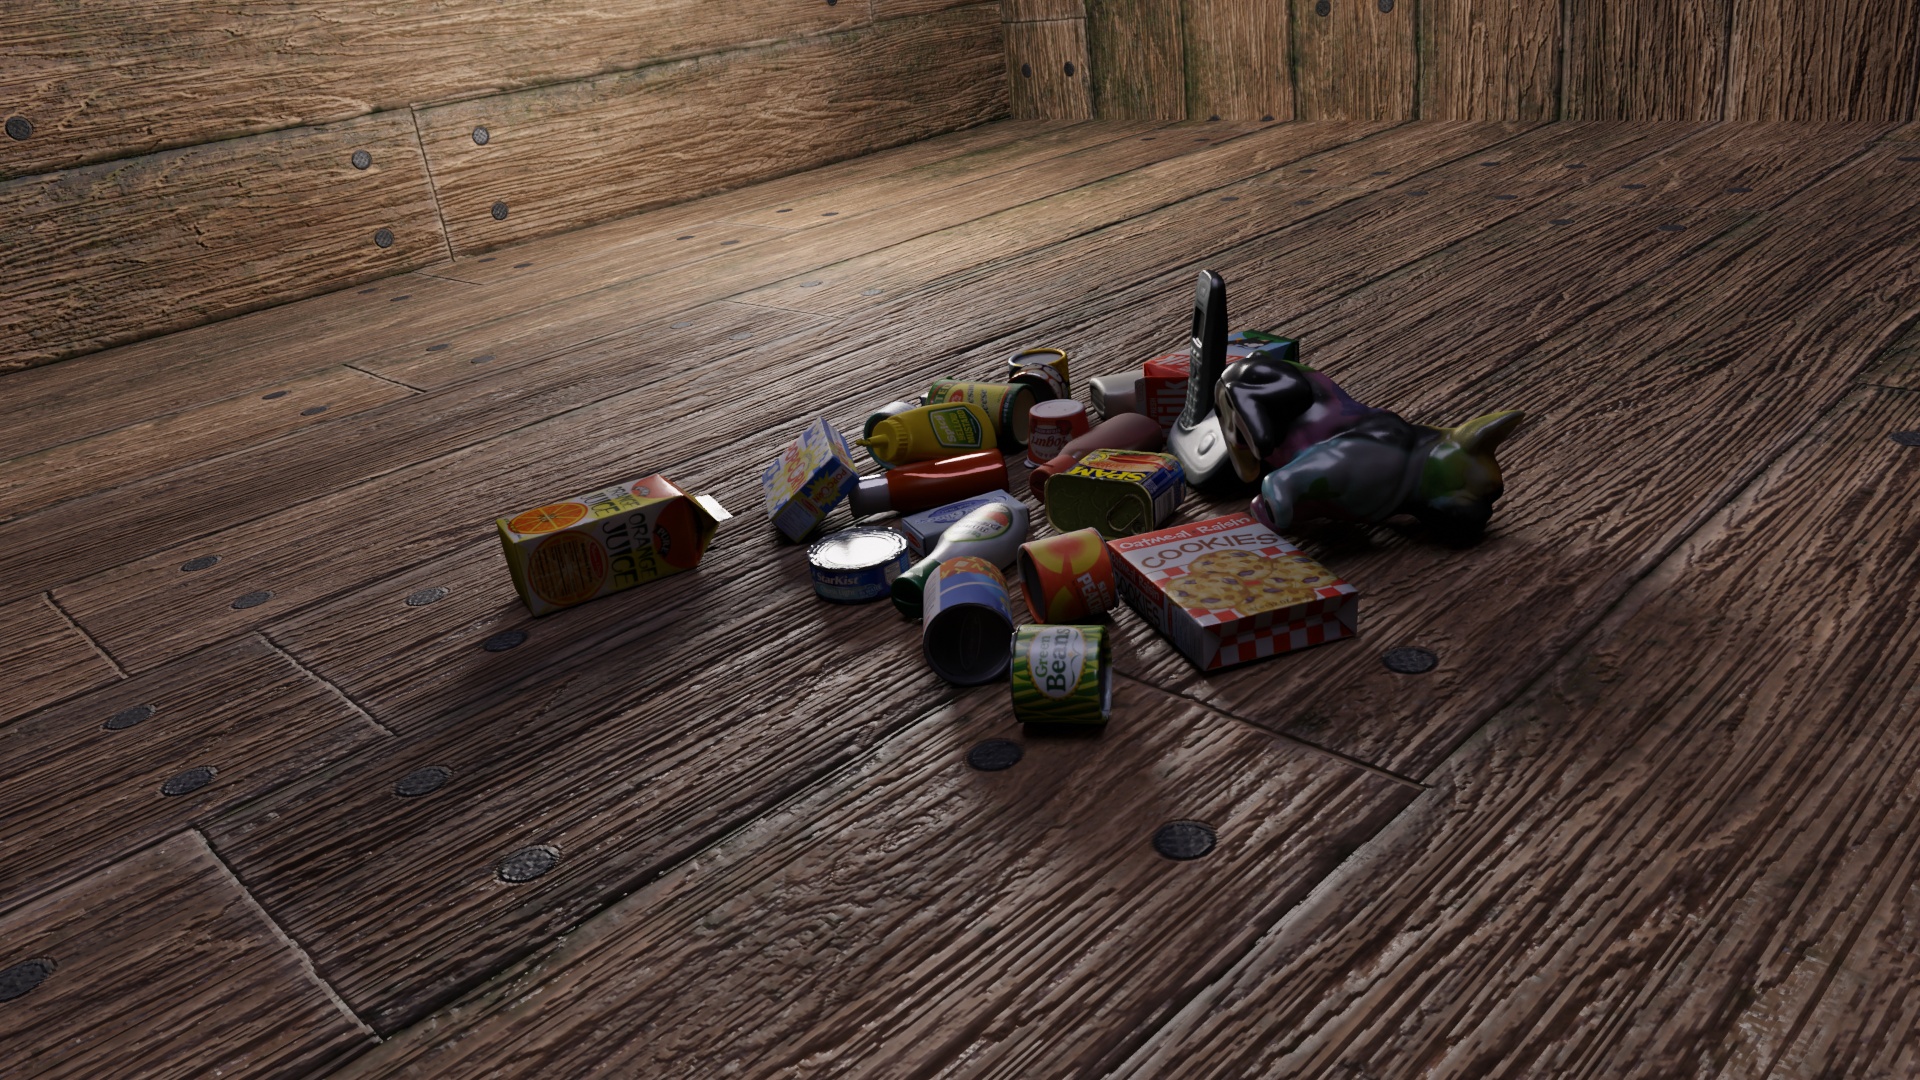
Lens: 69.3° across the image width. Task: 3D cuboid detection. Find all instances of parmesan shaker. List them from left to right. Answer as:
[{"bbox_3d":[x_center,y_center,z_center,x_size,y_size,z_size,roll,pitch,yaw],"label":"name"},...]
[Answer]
[{"bbox_3d":[0.024,-0.135,1.441,0.103,0.071,0.072,7,27,31],"label":"parmesan shaker"}]

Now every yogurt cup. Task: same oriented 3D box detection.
[{"bbox_3d":[0.098,-0.106,1.374,0.072,0.053,0.073,-6,23,3],"label":"yogurt cup"}]

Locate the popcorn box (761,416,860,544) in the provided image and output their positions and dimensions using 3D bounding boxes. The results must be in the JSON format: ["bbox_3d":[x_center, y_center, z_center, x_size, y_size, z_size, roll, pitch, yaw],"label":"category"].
[{"bbox_3d":[-0.143,-0.059,1.309,0.085,0.038,0.127,-44,24,8],"label":"popcorn box"}]

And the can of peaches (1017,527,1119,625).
[{"bbox_3d":[0.081,0.030,1.056,0.058,0.071,0.071,-13,24,-12],"label":"can of peaches"}]

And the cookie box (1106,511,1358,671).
[{"bbox_3d":[0.198,0.035,1.039,0.123,0.040,0.168,-12,24,-15],"label":"cookie box"}]

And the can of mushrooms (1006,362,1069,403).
[{"bbox_3d":[0.077,-0.153,1.468,0.071,0.070,0.034,2,27,21],"label":"can of mushrooms"}]

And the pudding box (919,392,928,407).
[{"bbox_3d":[0.003,-0.149,1.532,0.084,0.030,0.050,14,32,40],"label":"pudding box"}]

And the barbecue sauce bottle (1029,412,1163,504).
[{"bbox_3d":[0.125,-0.077,1.313,0.065,0.043,0.149,15,33,41],"label":"barbecue sauce bottle"}]

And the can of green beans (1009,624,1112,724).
[{"bbox_3d":[0.068,0.089,0.923,0.058,0.071,0.071,-1,24,15],"label":"can of green beans"}]

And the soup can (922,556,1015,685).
[{"bbox_3d":[0.008,0.058,1.014,0.071,0.071,0.084,-7,23,2],"label":"soup can"}]

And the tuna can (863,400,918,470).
[{"bbox_3d":[-0.065,-0.104,1.408,0.071,0.070,0.033,8,28,31],"label":"tuna can"}]

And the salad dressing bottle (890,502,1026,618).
[{"bbox_3d":[-0.001,0.016,1.137,0.064,0.043,0.148,9,29,32],"label":"salad dressing bottle"}]

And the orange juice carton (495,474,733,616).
[{"bbox_3d":[-0.303,-0.004,1.238,0.193,0.072,0.072,-19,25,-25],"label":"orange juice carton"}]

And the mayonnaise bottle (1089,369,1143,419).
[{"bbox_3d":[0.216,-0.164,1.488,0.148,0.041,0.065,-10,25,-9],"label":"mayonnaise bottle"}]

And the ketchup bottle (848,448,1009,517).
[{"bbox_3d":[-0.031,-0.053,1.304,0.149,0.043,0.065,-10,18,-5],"label":"ketchup bottle"}]

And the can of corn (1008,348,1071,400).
[{"bbox_3d":[0.090,-0.175,1.527,0.071,0.058,0.071,-7,24,3],"label":"can of corn"}]

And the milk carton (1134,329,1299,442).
[{"bbox_3d":[0.253,-0.155,1.415,0.191,0.072,0.073,-21,27,-27],"label":"milk carton"}]

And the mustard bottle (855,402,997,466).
[{"bbox_3d":[-0.036,-0.098,1.344,0.161,0.065,0.048,-9,-18,-44],"label":"mustard bottle"}]

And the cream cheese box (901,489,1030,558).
[{"bbox_3d":[0.004,-0.015,1.232,0.104,0.024,0.053,-16,25,-20],"label":"cream cheese box"}]
